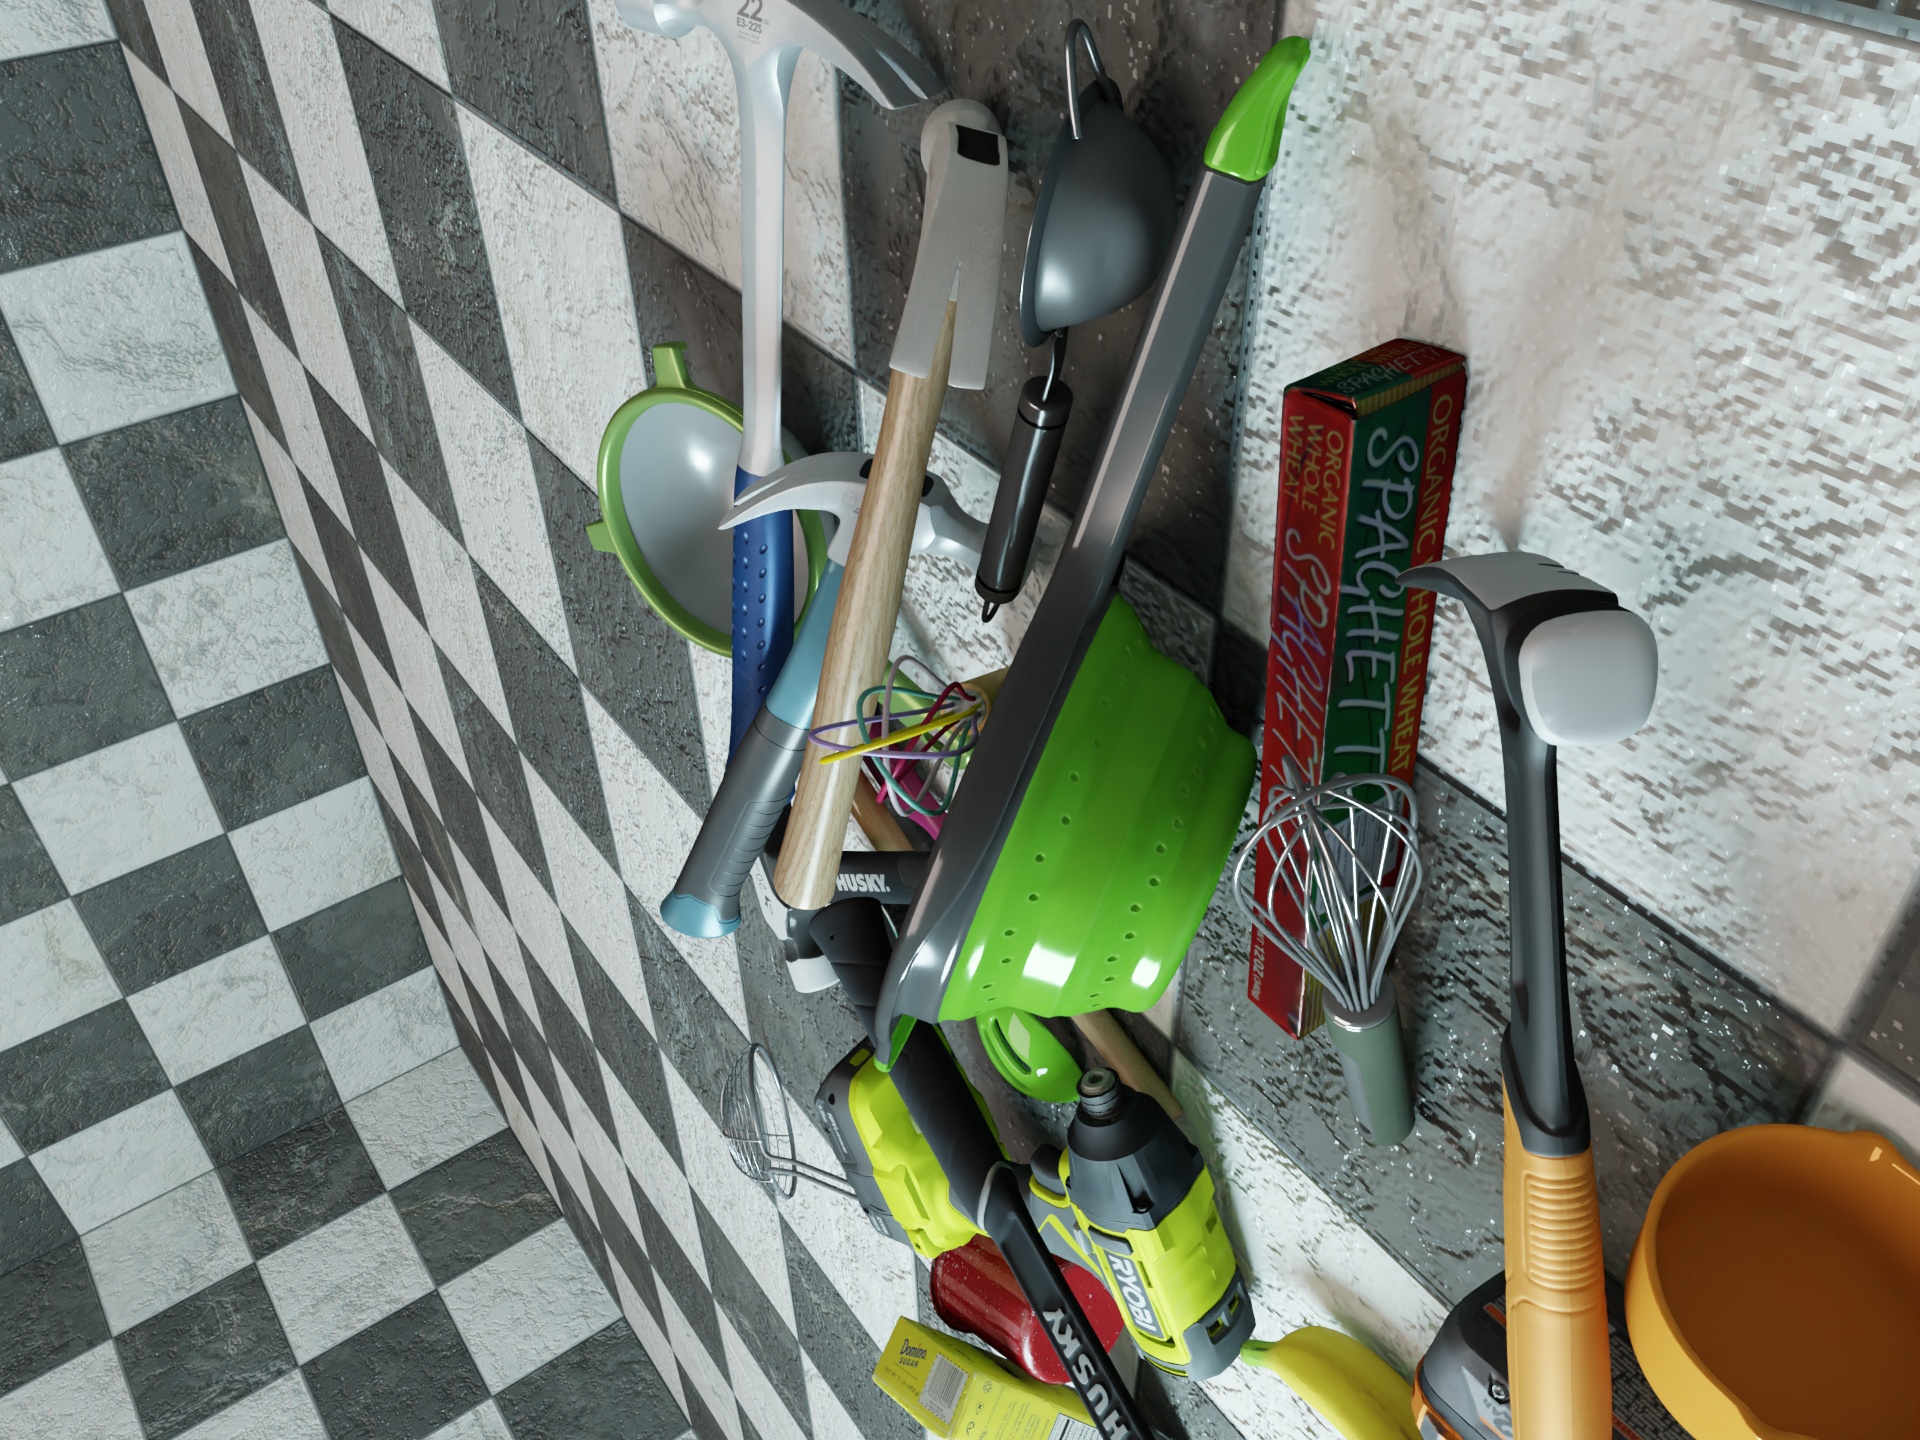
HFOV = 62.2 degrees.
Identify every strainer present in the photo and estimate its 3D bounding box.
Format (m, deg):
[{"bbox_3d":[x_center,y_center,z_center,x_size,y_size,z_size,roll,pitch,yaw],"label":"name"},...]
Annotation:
[{"bbox_3d":[0.034,-0.119,0.564,0.050,0.087,0.258,25,143,8],"label":"strainer"},{"bbox_3d":[-0.074,-0.076,0.825,0.256,0.069,0.151,42,136,6],"label":"strainer"}]

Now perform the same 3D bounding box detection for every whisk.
[{"bbox_3d":[0.001,-0.002,0.616,0.051,0.047,0.245,44,-167,5],"label":"whisk"},{"bbox_3d":[0.130,0.088,0.526,0.058,0.059,0.246,63,180,40],"label":"whisk"}]

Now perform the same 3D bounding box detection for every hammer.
[{"bbox_3d":[0.023,0.232,0.708,0.149,0.036,0.409,-59,45,26],"label":"hammer"},{"bbox_3d":[0.162,0.121,0.447,0.127,0.034,0.336,-77,-20,-75],"label":"hammer"},{"bbox_3d":[-0.032,-0.058,0.616,0.130,0.031,0.331,-92,14,-57],"label":"hammer"},{"bbox_3d":[-0.016,0.075,0.813,0.335,0.035,0.146,-7,102,54],"label":"hammer"},{"bbox_3d":[-0.084,0.005,0.769,0.128,0.033,0.330,27,132,-4],"label":"hammer"},{"bbox_3d":[-0.087,-0.123,0.726,0.144,0.035,0.405,25,131,24],"label":"hammer"}]

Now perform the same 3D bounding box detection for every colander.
[{"bbox_3d":[0.071,-0.021,0.551,0.094,0.205,0.396,23,125,6],"label":"colander"}]

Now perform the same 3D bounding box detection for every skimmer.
[{"bbox_3d":[-0.071,0.331,1.196,0.363,0.090,0.127,3,113,50],"label":"skimmer"}]

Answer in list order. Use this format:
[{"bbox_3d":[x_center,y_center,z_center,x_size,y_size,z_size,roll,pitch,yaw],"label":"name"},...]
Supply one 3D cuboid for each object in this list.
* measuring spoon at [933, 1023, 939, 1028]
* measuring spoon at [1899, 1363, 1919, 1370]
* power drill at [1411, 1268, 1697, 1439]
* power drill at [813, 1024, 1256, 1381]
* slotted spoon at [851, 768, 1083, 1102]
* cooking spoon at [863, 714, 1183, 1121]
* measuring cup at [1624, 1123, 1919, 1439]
[{"bbox_3d":[-0.026,0.198,1.001,0.128,0.021,0.042,65,154,2],"label":"measuring spoon"},{"bbox_3d":[0.272,0.190,0.464,0.124,0.018,0.034,-10,104,56],"label":"measuring spoon"},{"bbox_3d":[0.214,0.321,0.563,0.164,0.084,0.226,40,133,41],"label":"power drill"},{"bbox_3d":[0.033,0.228,0.814,0.223,0.080,0.171,5,125,46],"label":"power drill"},{"bbox_3d":[-0.031,0.083,0.890,0.314,0.031,0.070,56,154,14],"label":"slotted spoon"},{"bbox_3d":[0.012,0.083,0.837,0.319,0.017,0.068,50,163,27],"label":"cooking spoon"},{"bbox_3d":[0.261,0.177,0.413,0.174,0.095,0.052,26,148,24],"label":"measuring cup"}]
